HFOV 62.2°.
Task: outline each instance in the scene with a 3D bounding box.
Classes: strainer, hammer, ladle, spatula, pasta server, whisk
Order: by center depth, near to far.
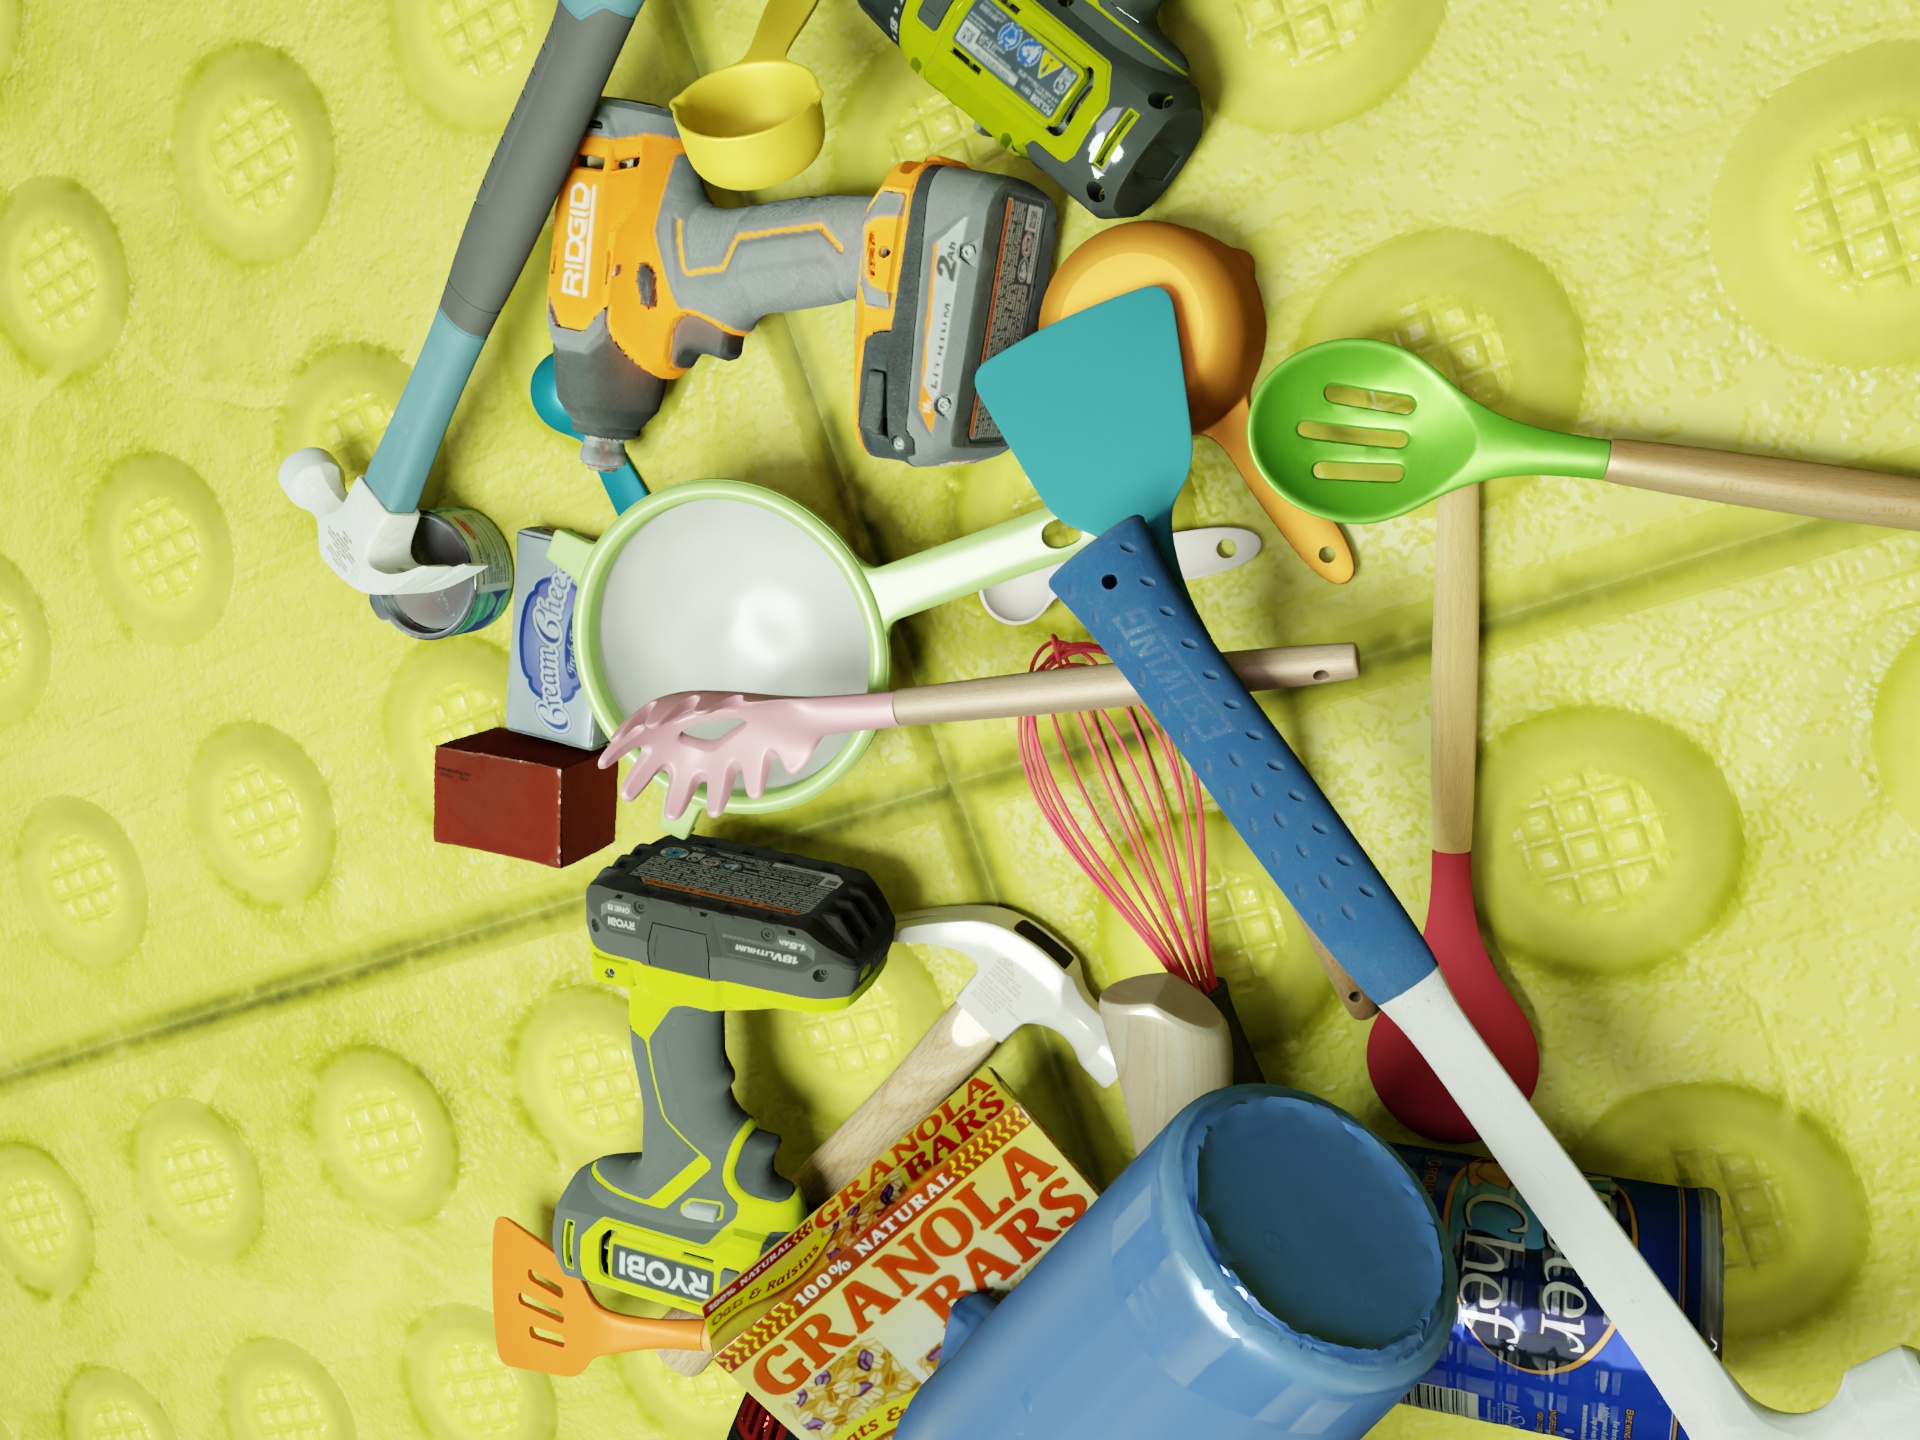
[{"bbox_3d":[0.159,0.106,0.561,0.144,0.035,0.405,-38,83,23],"label":"hammer"},{"bbox_3d":[-0.001,-0.002,0.638,0.316,0.040,0.060,-6,135,21],"label":"pasta server"},{"bbox_3d":[0.106,-0.012,0.642,0.082,0.044,0.317,-22,108,15],"label":"spatula"},{"bbox_3d":[0.200,0.027,0.643,0.069,0.031,0.315,0,99,14],"label":"ladle"},{"bbox_3d":[0.097,0.098,0.685,0.073,0.073,0.296,-19,98,24],"label":"whisk"},{"bbox_3d":[0.112,0.303,0.701,0.146,0.038,0.410,-8,105,25],"label":"hammer"},{"bbox_3d":[-0.047,-0.053,0.707,0.256,0.069,0.151,-18,100,19],"label":"strainer"},{"bbox_3d":[-0.217,-0.191,0.708,0.128,0.033,0.331,48,122,22],"label":"hammer"},{"bbox_3d":[-0.058,0.217,0.784,0.130,0.031,0.331,43,113,9],"label":"hammer"},{"bbox_3d":[-0.100,0.303,0.790,0.322,0.041,0.081,0,93,15],"label":"spatula"}]

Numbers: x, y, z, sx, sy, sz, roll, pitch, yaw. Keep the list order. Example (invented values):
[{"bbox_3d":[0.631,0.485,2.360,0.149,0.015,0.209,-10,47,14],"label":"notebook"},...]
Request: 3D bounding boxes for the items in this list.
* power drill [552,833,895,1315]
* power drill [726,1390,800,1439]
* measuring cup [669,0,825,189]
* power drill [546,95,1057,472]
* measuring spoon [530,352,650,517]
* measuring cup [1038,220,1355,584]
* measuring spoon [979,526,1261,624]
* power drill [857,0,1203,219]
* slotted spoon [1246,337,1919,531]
[{"bbox_3d":[-0.100,0.177,0.736,0.171,0.080,0.223,10,108,15],"label":"power drill"},{"bbox_3d":[-0.043,0.427,0.736,0.227,0.080,0.188,7,69,37],"label":"power drill"},{"bbox_3d":[-0.072,-0.266,0.648,0.062,0.157,0.029,1,139,12],"label":"measuring cup"},{"bbox_3d":[-0.083,-0.174,0.692,0.226,0.084,0.164,17,107,23],"label":"power drill"},{"bbox_3d":[-0.172,-0.121,0.767,0.042,0.021,0.128,-29,87,25],"label":"measuring spoon"},{"bbox_3d":[0.100,-0.123,0.638,0.095,0.052,0.174,-39,83,24],"label":"measuring cup"},{"bbox_3d":[0.069,-0.066,0.687,0.124,0.018,0.034,-8,93,17],"label":"measuring spoon"},{"bbox_3d":[0.055,-0.336,0.603,0.191,0.080,0.228,44,115,12],"label":"power drill"},{"bbox_3d":[0.263,-0.089,0.582,0.314,0.031,0.070,11,97,14],"label":"slotted spoon"}]
